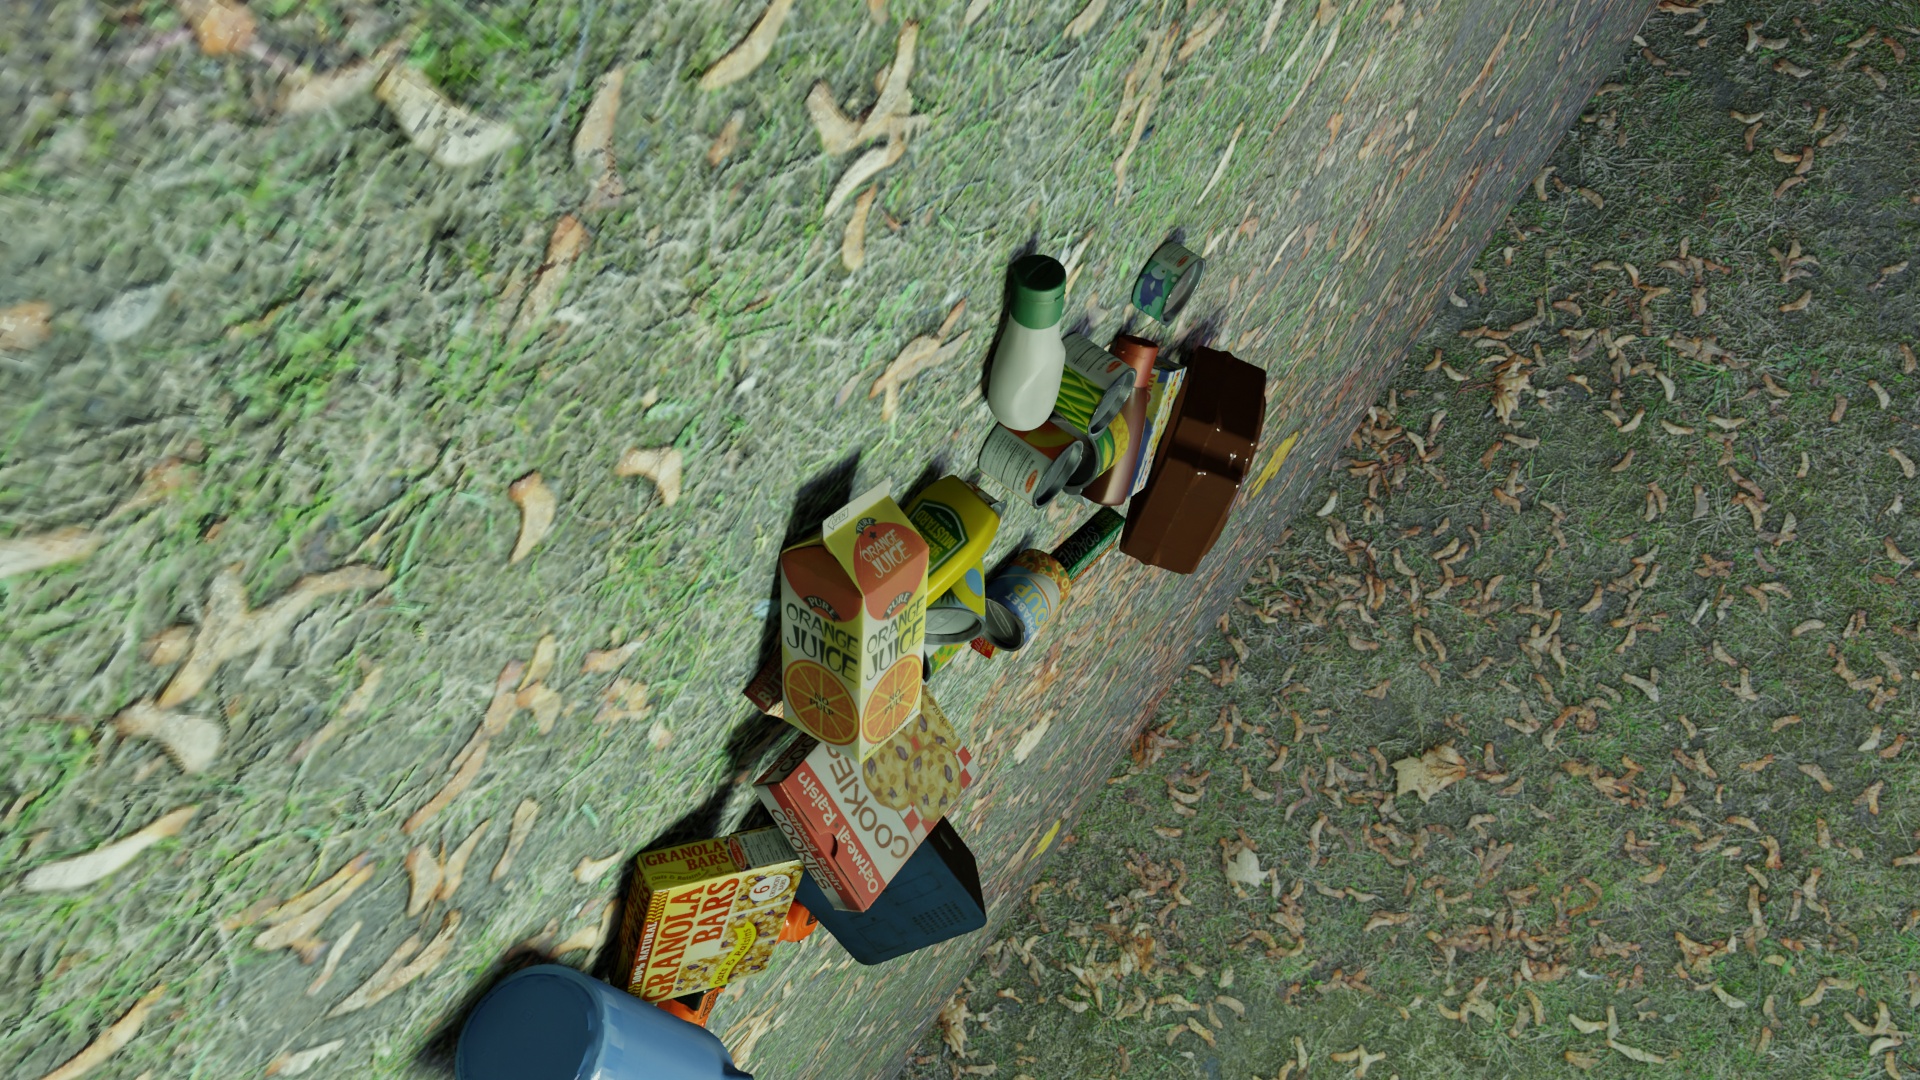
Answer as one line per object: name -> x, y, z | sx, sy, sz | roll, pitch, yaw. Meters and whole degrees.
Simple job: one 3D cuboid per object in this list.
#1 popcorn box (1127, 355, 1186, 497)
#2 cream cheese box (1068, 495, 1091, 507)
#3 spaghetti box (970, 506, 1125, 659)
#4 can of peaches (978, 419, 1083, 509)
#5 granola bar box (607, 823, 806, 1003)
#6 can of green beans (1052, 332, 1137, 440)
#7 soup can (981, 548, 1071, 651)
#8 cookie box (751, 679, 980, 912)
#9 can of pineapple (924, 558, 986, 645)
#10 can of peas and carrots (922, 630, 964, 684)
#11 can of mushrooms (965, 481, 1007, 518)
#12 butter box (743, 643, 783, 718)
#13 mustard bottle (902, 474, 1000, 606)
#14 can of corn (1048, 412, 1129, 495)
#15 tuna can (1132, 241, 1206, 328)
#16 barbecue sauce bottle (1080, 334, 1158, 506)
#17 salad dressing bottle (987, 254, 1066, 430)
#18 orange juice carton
popcorn box -> 0.172, -0.110, 1.324 | 0.085, 0.038, 0.126 | -26, 134, -68
cream cheese box -> 0.124, -0.071, 1.352 | 0.053, 0.024, 0.103 | -54, 163, -5
spaghetti box -> 0.098, 0.041, 1.491 | 0.251, 0.029, 0.049 | -39, 158, -41
can of peaches -> 0.057, -0.068, 1.121 | 0.071, 0.058, 0.071 | -48, 162, -21
granola bar box -> -0.198, 0.291, 1.077 | 0.124, 0.039, 0.164 | -6, 136, -31
can of green beans -> 0.100, -0.126, 1.124 | 0.071, 0.058, 0.071 | -48, 162, -21
soup can -> 0.060, 0.057, 1.348 | 0.084, 0.071, 0.071 | -43, 160, -34
cookie box -> -0.069, 0.184, 1.078 | 0.040, 0.122, 0.168 | -17, -160, 43
can of pineapple -> -0.015, 0.042, 1.084 | 0.070, 0.071, 0.058 | 94, -5, -60
can of peas and carrots -> -0.034, 0.077, 1.142 | 0.059, 0.071, 0.070 | -42, 159, -36
can of mushrooms -> 0.004, -0.014, 1.124 | 0.071, 0.033, 0.070 | -47, 161, -22
butter box -> -0.122, 0.108, 1.036 | 0.053, 0.024, 0.103 | -52, 163, -4
mustard bottle -> -0.041, 0.025, 1.031 | 0.160, 0.065, 0.048 | -48, 165, -5
can of corn -> 0.105, -0.082, 1.202 | 0.058, 0.071, 0.070 | -36, 155, -48
tuna can -> 0.178, -0.220, 1.196 | 0.071, 0.033, 0.070 | -48, 162, -21
barbecue sauce bottle -> 0.140, -0.109, 1.247 | 0.044, 0.065, 0.148 | 0, 115, -33
salad dressing bottle -> 0.050, -0.140, 0.991 | 0.064, 0.044, 0.147 | -43, 159, -27
orange juice carton -> -0.071, 0.049, 0.939 | 0.072, 0.073, 0.191 | -37, 142, -43
